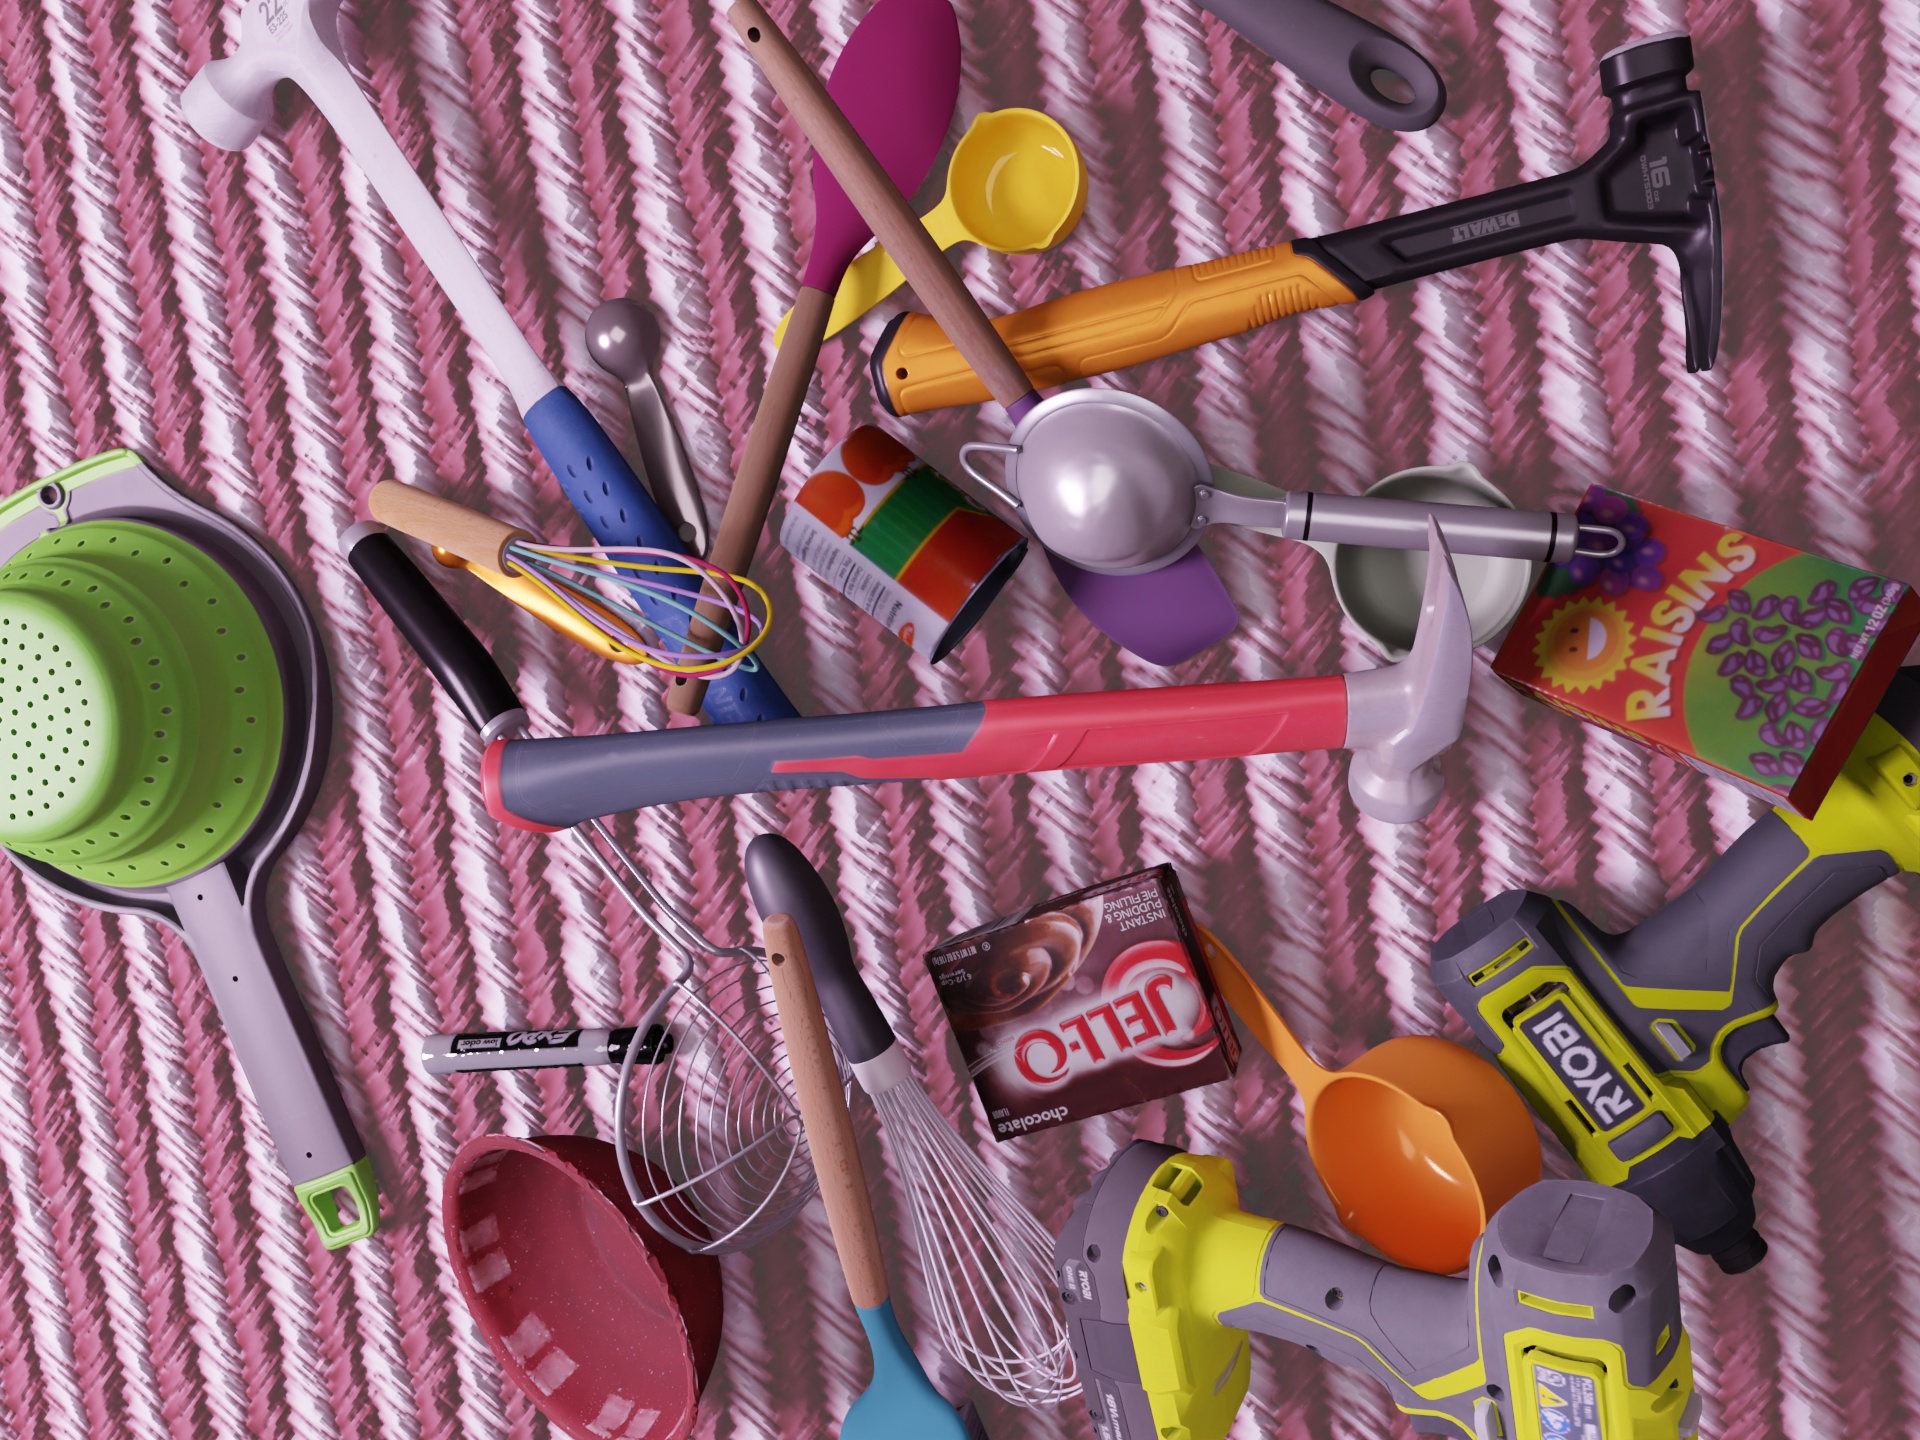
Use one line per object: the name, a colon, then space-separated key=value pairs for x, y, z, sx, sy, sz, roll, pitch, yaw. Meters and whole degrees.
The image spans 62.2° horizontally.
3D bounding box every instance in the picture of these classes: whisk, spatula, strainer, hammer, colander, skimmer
whisk: x=-0.169 y=-0.066 z=0.670 sx=0.245 sy=0.051 sz=0.047 roll=22 pitch=85 yaw=34
spatula: x=-0.044 y=0.224 z=0.654 sx=0.082 sy=0.044 sz=0.317 roll=-4 pitch=112 yaw=19
strainer: x=0.122 y=-0.080 z=0.614 sx=0.258 sy=0.050 sz=0.086 roll=6 pitch=132 yaw=9
hammer: x=-0.001 y=-0.002 z=0.622 sx=0.386 sy=0.038 sz=0.143 roll=-5 pitch=139 yaw=4
spatula: x=0.007 y=-0.150 z=0.641 sx=0.060 sy=0.018 sz=0.315 roll=-30 pitch=106 yaw=26
whisk: x=-0.020 y=0.172 z=0.669 sx=0.070 sy=0.070 sz=0.284 roll=-25 pitch=100 yaw=12
whisk: x=0.065 y=-0.317 z=0.636 sx=0.296 sy=0.073 sz=0.073 roll=30 pitch=100 yaw=-1
colander: x=-0.373 y=0.071 z=0.730 sx=0.204 sy=0.094 sz=0.397 roll=-22 pitch=91 yaw=12
skimmer: x=-0.177 y=0.065 z=0.709 sx=0.363 sy=0.127 sz=0.090 roll=49 pitch=131 yaw=14
hammer: x=-0.185 y=-0.151 z=0.694 sx=0.144 sy=0.035 sz=0.405 roll=-33 pitch=91 yaw=28
hammer: x=0.127 y=-0.168 z=0.645 sx=0.337 sy=0.034 sz=0.127 roll=-11 pitch=99 yaw=13

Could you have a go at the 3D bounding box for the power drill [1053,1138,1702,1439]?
power drill: x=0.161 y=0.256 z=0.609 sx=0.228 sy=0.080 sz=0.190 roll=1 pitch=112 yaw=36

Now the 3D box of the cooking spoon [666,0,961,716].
cooking spoon: x=-0.067 y=-0.154 z=0.665 sx=0.069 sy=0.017 sz=0.319 roll=17 pitch=89 yaw=29

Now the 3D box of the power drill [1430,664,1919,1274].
power drill: x=0.324 y=0.099 z=0.619 sx=0.223 sy=0.080 sz=0.171 roll=-39 pitch=87 yaw=15

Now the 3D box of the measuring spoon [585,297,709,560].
measuring spoon: x=-0.138 y=-0.129 z=0.707 sx=0.034 sy=0.018 sz=0.124 roll=-19 pitch=91 yaw=11

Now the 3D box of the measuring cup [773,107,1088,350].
measuring cup: x=-0.014 y=-0.201 z=0.680 sx=0.156 sy=0.029 sz=0.062 roll=-28 pitch=87 yaw=23

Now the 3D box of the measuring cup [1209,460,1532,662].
measuring cup: x=0.149 y=-0.079 z=0.654 sx=0.168 sy=0.038 sz=0.083 roll=21 pitch=100 yaw=15

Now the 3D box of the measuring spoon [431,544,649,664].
measuring spoon: x=-0.194 y=-0.056 z=0.728 sx=0.117 sy=0.011 sz=0.021 roll=29 pitch=100 yaw=6

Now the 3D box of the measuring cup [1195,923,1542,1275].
measuring cup: x=0.166 y=0.143 z=0.662 sx=0.174 sy=0.052 sz=0.095 roll=51 pitch=144 yaw=28
